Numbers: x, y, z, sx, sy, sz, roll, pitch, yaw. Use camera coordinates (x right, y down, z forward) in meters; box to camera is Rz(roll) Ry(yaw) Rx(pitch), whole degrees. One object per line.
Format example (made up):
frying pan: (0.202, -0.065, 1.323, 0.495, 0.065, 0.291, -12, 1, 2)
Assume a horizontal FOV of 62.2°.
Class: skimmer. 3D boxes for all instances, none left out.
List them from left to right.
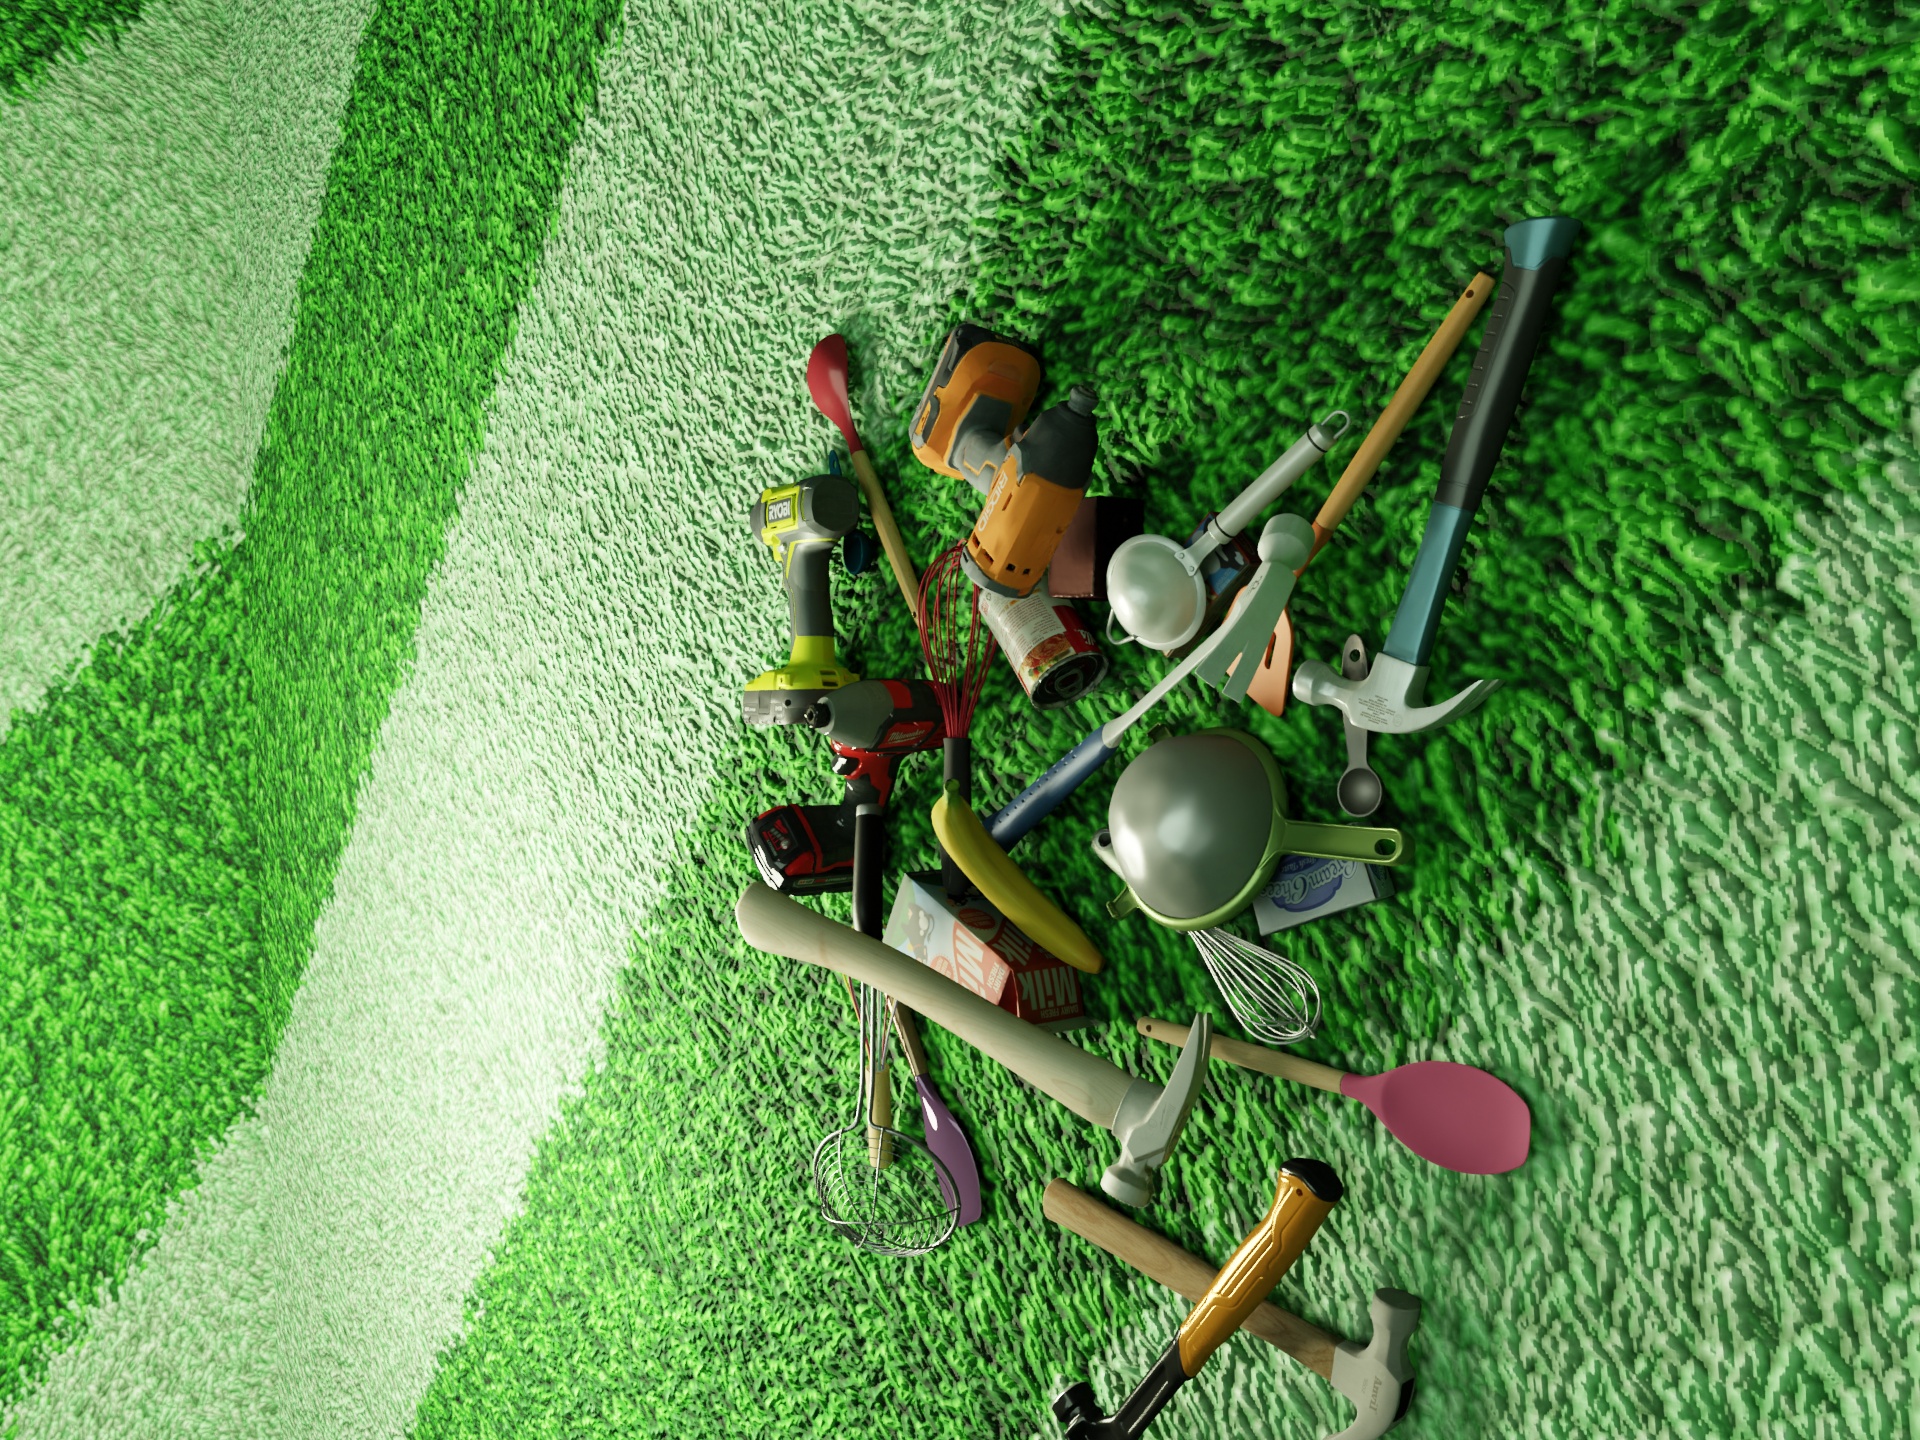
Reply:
skimmer: (-0.063, 0.253, 1.315, 0.127, 0.090, 0.363, -9, 71, 25)

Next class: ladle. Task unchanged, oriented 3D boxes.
ladle: (-0.084, -0.220, 1.450, 0.069, 0.031, 0.316, -44, 60, 49)

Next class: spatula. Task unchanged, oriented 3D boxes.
spatula: (-0.042, 0.291, 1.417, 0.059, 0.018, 0.316, -42, 62, 45)
spatula: (0.262, -0.150, 1.063, 0.081, 0.041, 0.322, 50, 122, 36)

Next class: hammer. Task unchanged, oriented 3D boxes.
hammer: (-0.006, 0.210, 1.227, 0.411, 0.038, 0.146, 23, 90, 28)
hammer: (0.113, 0.009, 1.152, 0.035, 0.144, 0.405, 34, 142, -7)
hammer: (0.175, 0.435, 1.115, 0.127, 0.034, 0.336, 50, 125, 37)
hammer: (0.182, 0.415, 1.158, 0.331, 0.031, 0.130, 15, 101, 48)
hammer: (0.311, -0.147, 0.991, 0.128, 0.033, 0.331, 27, 109, 39)

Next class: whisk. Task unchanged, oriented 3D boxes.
whisk: (-0.079, 0.290, 1.418, 0.051, 0.047, 0.245, 22, 118, 52)
whisk: (-0.002, -0.004, 1.316, 0.073, 0.073, 0.296, -3, 84, 49)
whisk: (0.173, 0.150, 1.156, 0.058, 0.059, 0.247, -43, 47, -3)

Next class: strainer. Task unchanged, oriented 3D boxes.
strainer: (0.175, -0.129, 1.110, 0.258, 0.050, 0.087, -44, 76, 36)
strainer: (0.185, 0.070, 1.083, 0.256, 0.069, 0.151, 2, 74, 52)

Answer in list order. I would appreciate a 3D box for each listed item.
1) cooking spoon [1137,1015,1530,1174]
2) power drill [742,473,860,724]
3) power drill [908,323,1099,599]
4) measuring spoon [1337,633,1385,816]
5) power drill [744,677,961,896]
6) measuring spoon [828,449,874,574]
cooking spoon: (0.244, 0.243, 1.093, 0.319, 0.017, 0.069, 6, 94, 48)
power drill: (-0.152, -0.108, 1.481, 0.171, 0.080, 0.223, 0, 90, 60)
power drill: (0.039, -0.217, 1.220, 0.164, 0.084, 0.227, -62, 29, 29)
measuring spoon: (0.270, 0.003, 1.066, 0.034, 0.018, 0.124, -9, 77, 46)
power drill: (-0.100, 0.053, 1.386, 0.079, 0.143, 0.219, 57, 132, 34)
measuring spoon: (-0.100, -0.195, 1.473, 0.042, 0.021, 0.129, -43, 55, 55)
